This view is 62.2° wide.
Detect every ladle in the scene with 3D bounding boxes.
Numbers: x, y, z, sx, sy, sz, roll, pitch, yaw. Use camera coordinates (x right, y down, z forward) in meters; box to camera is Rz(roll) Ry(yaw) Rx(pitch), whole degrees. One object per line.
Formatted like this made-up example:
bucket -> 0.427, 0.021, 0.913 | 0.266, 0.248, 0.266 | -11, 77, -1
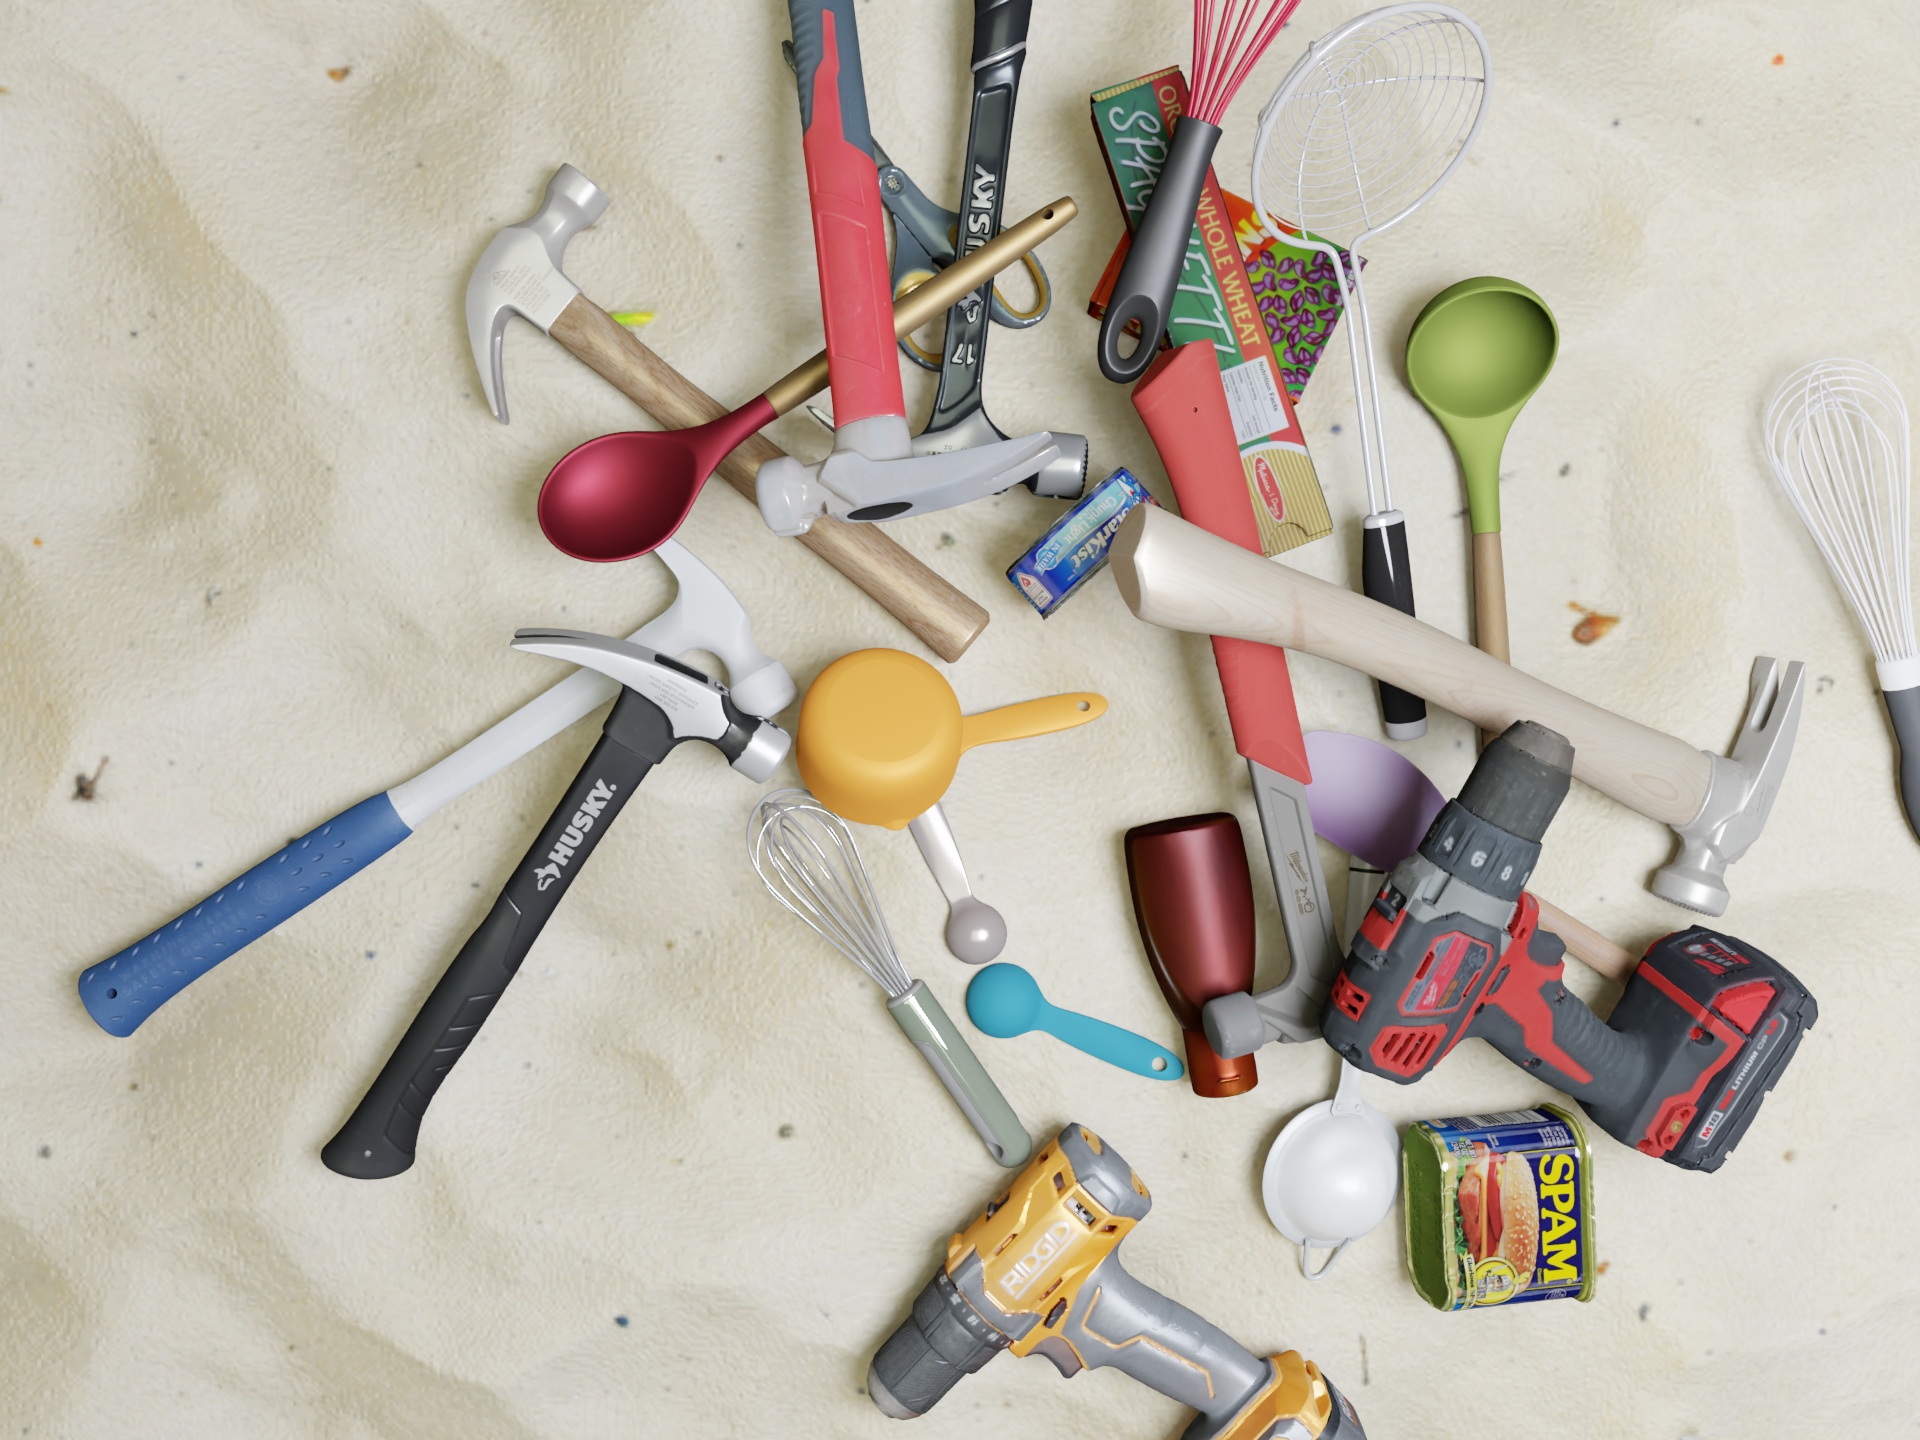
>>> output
ladle -> -0.076, -0.177, 0.811 | 0.315, 0.031, 0.069 | -32, 80, 3
ladle -> 0.285, -0.074, 0.853 | 0.078, 0.062, 0.320 | -4, 94, 10

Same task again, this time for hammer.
hammer -> 0.013, -0.325, 0.830 | 0.149, 0.036, 0.409 | 6, 92, 4
hammer -> -0.124, -0.144, 0.854 | 0.331, 0.031, 0.130 | 39, 90, -2
hammer -> -0.294, 0.037, 0.854 | 0.405, 0.035, 0.144 | -33, 92, 0
hammer -> 0.160, -0.014, 0.806 | 0.149, 0.037, 0.359 | -16, 99, -12
hammer -> -0.046, -0.286, 0.793 | 0.143, 0.038, 0.386 | -10, 75, 13
hammer -> 0.258, -0.027, 0.797 | 0.410, 0.038, 0.146 | 21, 90, -22
hammer -> -0.240, 0.104, 0.833 | 0.146, 0.035, 0.334 | 32, 99, -16

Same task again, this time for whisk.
whisk -> -0.035, 0.141, 0.858 | 0.059, 0.058, 0.246 | -38, 97, -33
whisk -> 0.501, -0.057, 0.858 | 0.070, 0.070, 0.284 | -19, 96, -1
whisk -> 0.123, -0.307, 0.766 | 0.073, 0.073, 0.295 | 18, 103, -2

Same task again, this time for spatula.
spatula -> 0.309, 0.100, 0.865 | 0.316, 0.018, 0.060 | 32, 98, -6

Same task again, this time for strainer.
strainer -> 0.214, 0.183, 0.867 | 0.086, 0.050, 0.258 | 5, 88, -17

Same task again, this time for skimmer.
skimmer -> 0.220, -0.158, 0.796 | 0.127, 0.090, 0.363 | -15, 105, -15

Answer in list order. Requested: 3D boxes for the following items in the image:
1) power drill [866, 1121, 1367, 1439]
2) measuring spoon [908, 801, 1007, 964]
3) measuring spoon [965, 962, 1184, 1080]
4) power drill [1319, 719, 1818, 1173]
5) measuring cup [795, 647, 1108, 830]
power drill -> 0.078, 0.356, 0.851 | 0.226, 0.084, 0.185 | 44, 93, 2
measuring spoon -> -0.009, 0.076, 0.869 | 0.034, 0.018, 0.124 | -24, 91, 0
measuring spoon -> 0.064, 0.171, 0.870 | 0.128, 0.021, 0.042 | 22, 91, 0
power drill -> 0.310, 0.115, 0.795 | 0.226, 0.080, 0.188 | 22, 102, -17
measuring cup -> -0.001, -0.003, 0.840 | 0.173, 0.052, 0.095 | -11, 66, -10
